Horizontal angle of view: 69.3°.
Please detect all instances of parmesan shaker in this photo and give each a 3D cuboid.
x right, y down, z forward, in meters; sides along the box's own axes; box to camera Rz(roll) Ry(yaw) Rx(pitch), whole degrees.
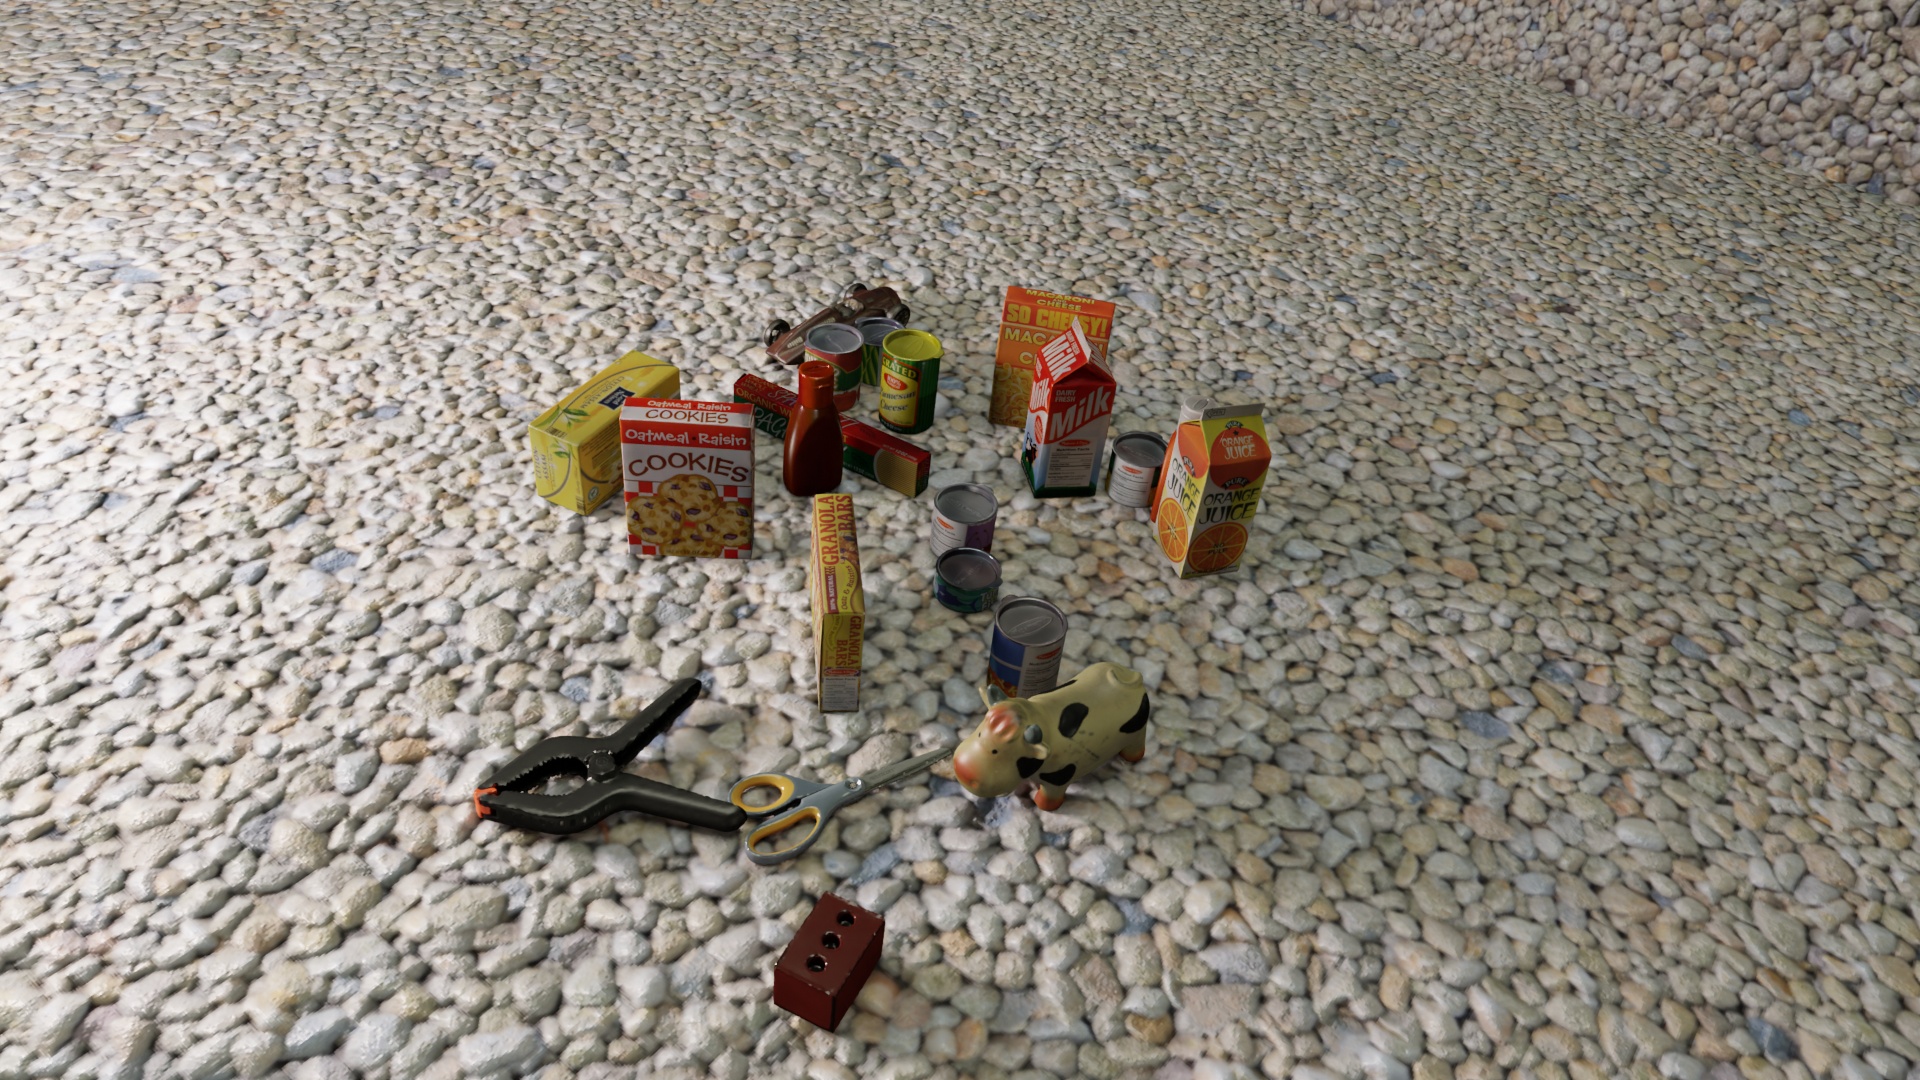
[{"bbox_3d":[-0.056,-0.179,1.581,0.071,0.102,0.072,4,39,-3],"label":"parmesan shaker"}]

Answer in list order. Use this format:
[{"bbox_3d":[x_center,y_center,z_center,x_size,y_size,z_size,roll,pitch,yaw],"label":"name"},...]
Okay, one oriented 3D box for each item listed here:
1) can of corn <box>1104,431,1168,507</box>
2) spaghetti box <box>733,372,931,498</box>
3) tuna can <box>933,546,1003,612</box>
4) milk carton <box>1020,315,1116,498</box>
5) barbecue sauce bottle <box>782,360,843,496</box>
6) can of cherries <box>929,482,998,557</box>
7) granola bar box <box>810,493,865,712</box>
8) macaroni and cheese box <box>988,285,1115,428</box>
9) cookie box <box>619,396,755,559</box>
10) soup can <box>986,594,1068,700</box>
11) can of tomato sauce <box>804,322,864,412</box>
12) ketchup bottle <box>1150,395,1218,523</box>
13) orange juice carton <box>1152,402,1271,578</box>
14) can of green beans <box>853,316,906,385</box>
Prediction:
[{"bbox_3d":[0.197,-0.079,1.535,0.071,0.058,0.071,4,39,-3],"label":"can of corn"},{"bbox_3d":[-0.146,-0.118,1.534,0.250,0.049,0.029,24,42,20],"label":"spaghetti box"},{"bbox_3d":[0.009,0.040,1.381,0.071,0.032,0.071,4,39,-3],"label":"tuna can"},{"bbox_3d":[0.117,-0.142,1.494,0.073,0.189,0.073,-2,40,-12],"label":"milk carton"},{"bbox_3d":[-0.153,-0.117,1.456,0.065,0.147,0.044,-16,45,-26],"label":"barbecue sauce bottle"},{"bbox_3d":[0.005,-0.018,1.430,0.071,0.058,0.072,4,39,-3],"label":"can of cherries"},{"bbox_3d":[-0.115,0.055,1.271,0.039,0.123,0.166,0,40,-9],"label":"granola bar box"},{"bbox_3d":[0.102,-0.202,1.584,0.124,0.165,0.040,10,39,3],"label":"macaroni and cheese box"},{"bbox_3d":[-0.263,-0.059,1.354,0.123,0.166,0.040,3,39,-5],"label":"cookie box"},{"bbox_3d":[0.059,0.102,1.274,0.071,0.083,0.072,4,39,-3],"label":"soup can"},{"bbox_3d":[-0.148,-0.199,1.607,0.071,0.082,0.071,4,39,-3],"label":"can of tomato sauce"},{"bbox_3d":[0.240,-0.084,1.476,0.043,0.148,0.065,28,44,24],"label":"ketchup bottle"},{"bbox_3d":[0.258,-0.059,1.413,0.072,0.191,0.073,-8,41,-17],"label":"orange juice carton"},{"bbox_3d":[-0.098,-0.227,1.668,0.071,0.057,0.071,4,39,-3],"label":"can of green beans"}]
